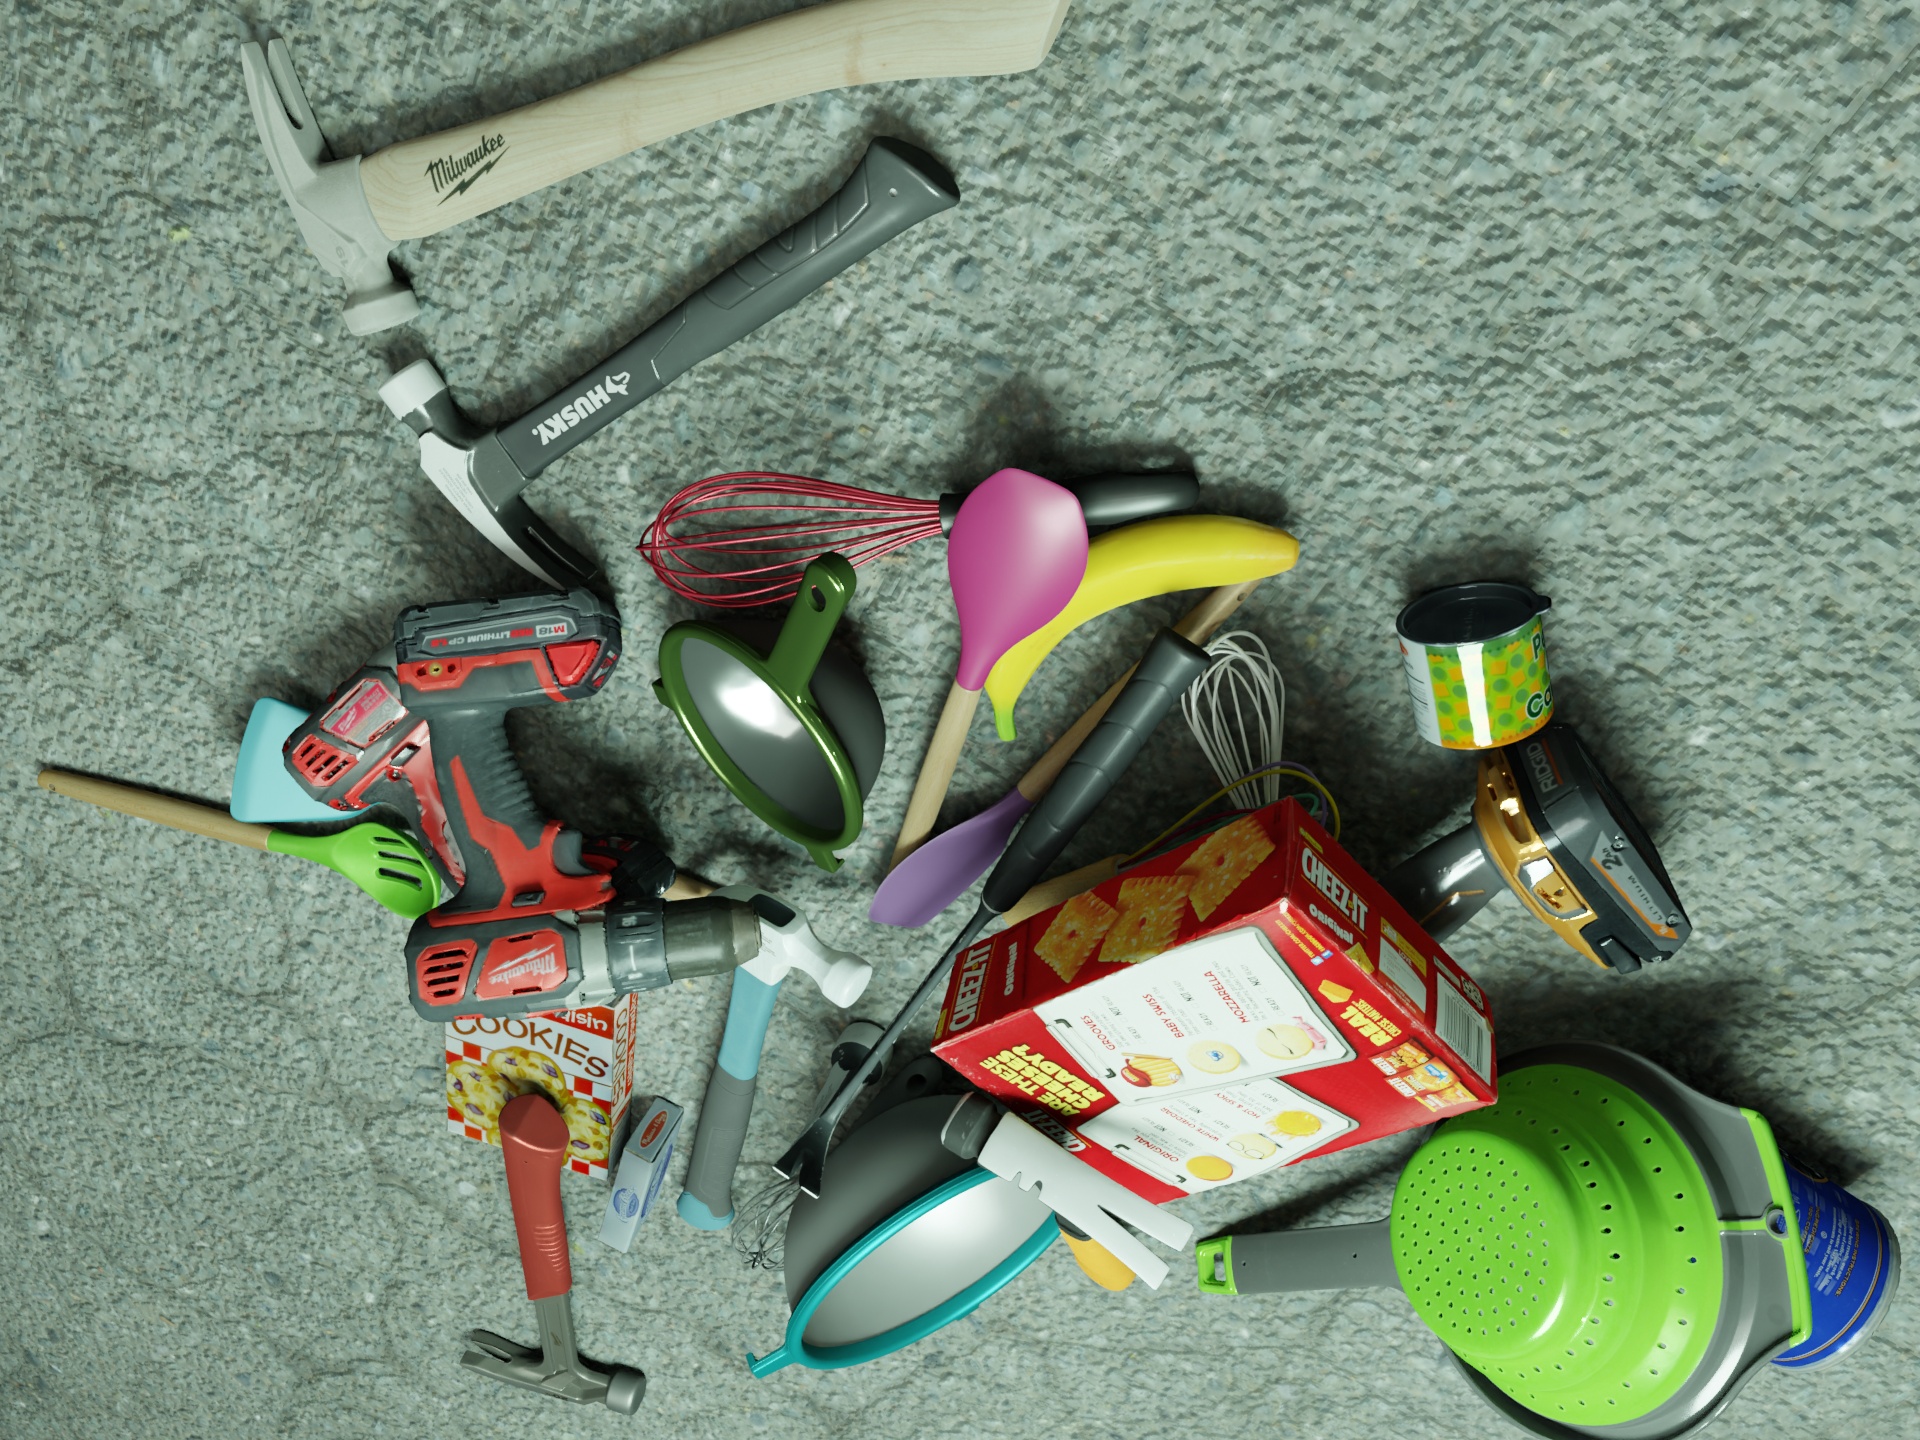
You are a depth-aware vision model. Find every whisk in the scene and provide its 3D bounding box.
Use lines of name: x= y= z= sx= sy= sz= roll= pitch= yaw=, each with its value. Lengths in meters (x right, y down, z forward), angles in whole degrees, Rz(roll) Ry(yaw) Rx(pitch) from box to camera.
whisk: x=-0.083 y=0.297 z=1.061 sx=0.055 sy=0.055 sz=0.239 roll=36 pitch=118 yaw=-6
whisk: x=0.164 y=0.062 z=0.854 sx=0.058 sy=0.059 sz=0.246 roll=21 pitch=137 yaw=49
whisk: x=-0.027 y=-0.101 z=0.809 sx=0.296 sy=0.073 sz=0.073 roll=-5 pitch=117 yaw=13
whisk: x=0.103 y=0.079 z=0.844 sx=0.047 sy=0.051 sz=0.245 roll=43 pitch=141 yaw=-17

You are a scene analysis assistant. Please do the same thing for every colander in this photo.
colander: x=0.241 y=0.287 z=0.864 sx=0.094 sy=0.205 sz=0.397 roll=12 pitch=155 yaw=-33

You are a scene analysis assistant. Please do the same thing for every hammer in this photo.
hammer: x=0.011 y=0.106 z=0.865 sx=0.036 sy=0.149 sz=0.408 roll=34 pitch=121 yaw=0
hammer: x=-0.144 y=0.229 z=1.018 sx=0.128 sy=0.033 sz=0.330 roll=32 pitch=132 yaw=17
hammer: x=-0.150 y=-0.298 z=0.746 sx=0.410 sy=0.038 sz=0.146 roll=-9 pitch=114 yaw=21
hammer: x=-0.310 y=0.392 z=1.156 sx=0.149 sy=0.037 sz=0.358 roll=13 pitch=131 yaw=9
hammer: x=0.077 y=0.290 z=0.900 sx=0.127 sy=0.034 sz=0.336 roll=28 pitch=163 yaw=23
hammer: x=-0.141 y=-0.186 z=0.807 sx=0.335 sy=0.035 sz=0.146 roll=-25 pitch=108 yaw=27

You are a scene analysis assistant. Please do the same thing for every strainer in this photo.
strainer: x=0.002 y=0.252 z=0.960 sx=0.095 sy=0.210 sz=0.340 roll=52 pitch=120 yaw=34
strainer: x=-0.075 y=-0.028 z=0.819 sx=0.151 sy=0.069 sz=0.256 roll=45 pitch=150 yaw=6

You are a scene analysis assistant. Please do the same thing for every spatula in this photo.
spatula: x=0.051 y=0.023 z=0.871 sx=0.059 sy=0.018 sz=0.316 roll=17 pitch=129 yaw=-40
spatula: x=-0.293 y=0.068 z=0.991 sx=0.317 sy=0.044 sz=0.082 roll=18 pitch=99 yaw=4

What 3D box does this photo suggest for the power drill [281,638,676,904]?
power drill: x=-0.279 y=0.048 z=0.942 sx=0.143 sy=0.078 sz=0.219 roll=-42 pitch=92 yaw=7

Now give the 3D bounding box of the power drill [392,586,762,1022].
power drill: x=-0.212 y=0.046 z=0.868 sx=0.188 sy=0.080 sz=0.227 roll=-7 pitch=86 yaw=-5

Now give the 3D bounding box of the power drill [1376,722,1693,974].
power drill: x=0.250 y=0.120 z=0.822 sx=0.226 sy=0.084 sz=0.185 roll=-31 pitch=118 yaw=24

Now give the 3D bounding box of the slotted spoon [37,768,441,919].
slotted spoon: x=-0.480 y=0.071 z=1.060 sx=0.314 sy=0.031 sz=0.070 roll=13 pitch=121 yaw=12

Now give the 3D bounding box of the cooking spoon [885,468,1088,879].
cooking spoon: x=-0.001 y=-0.003 z=0.845 sx=0.069 sy=0.017 sz=0.318 roll=23 pitch=134 yaw=4
